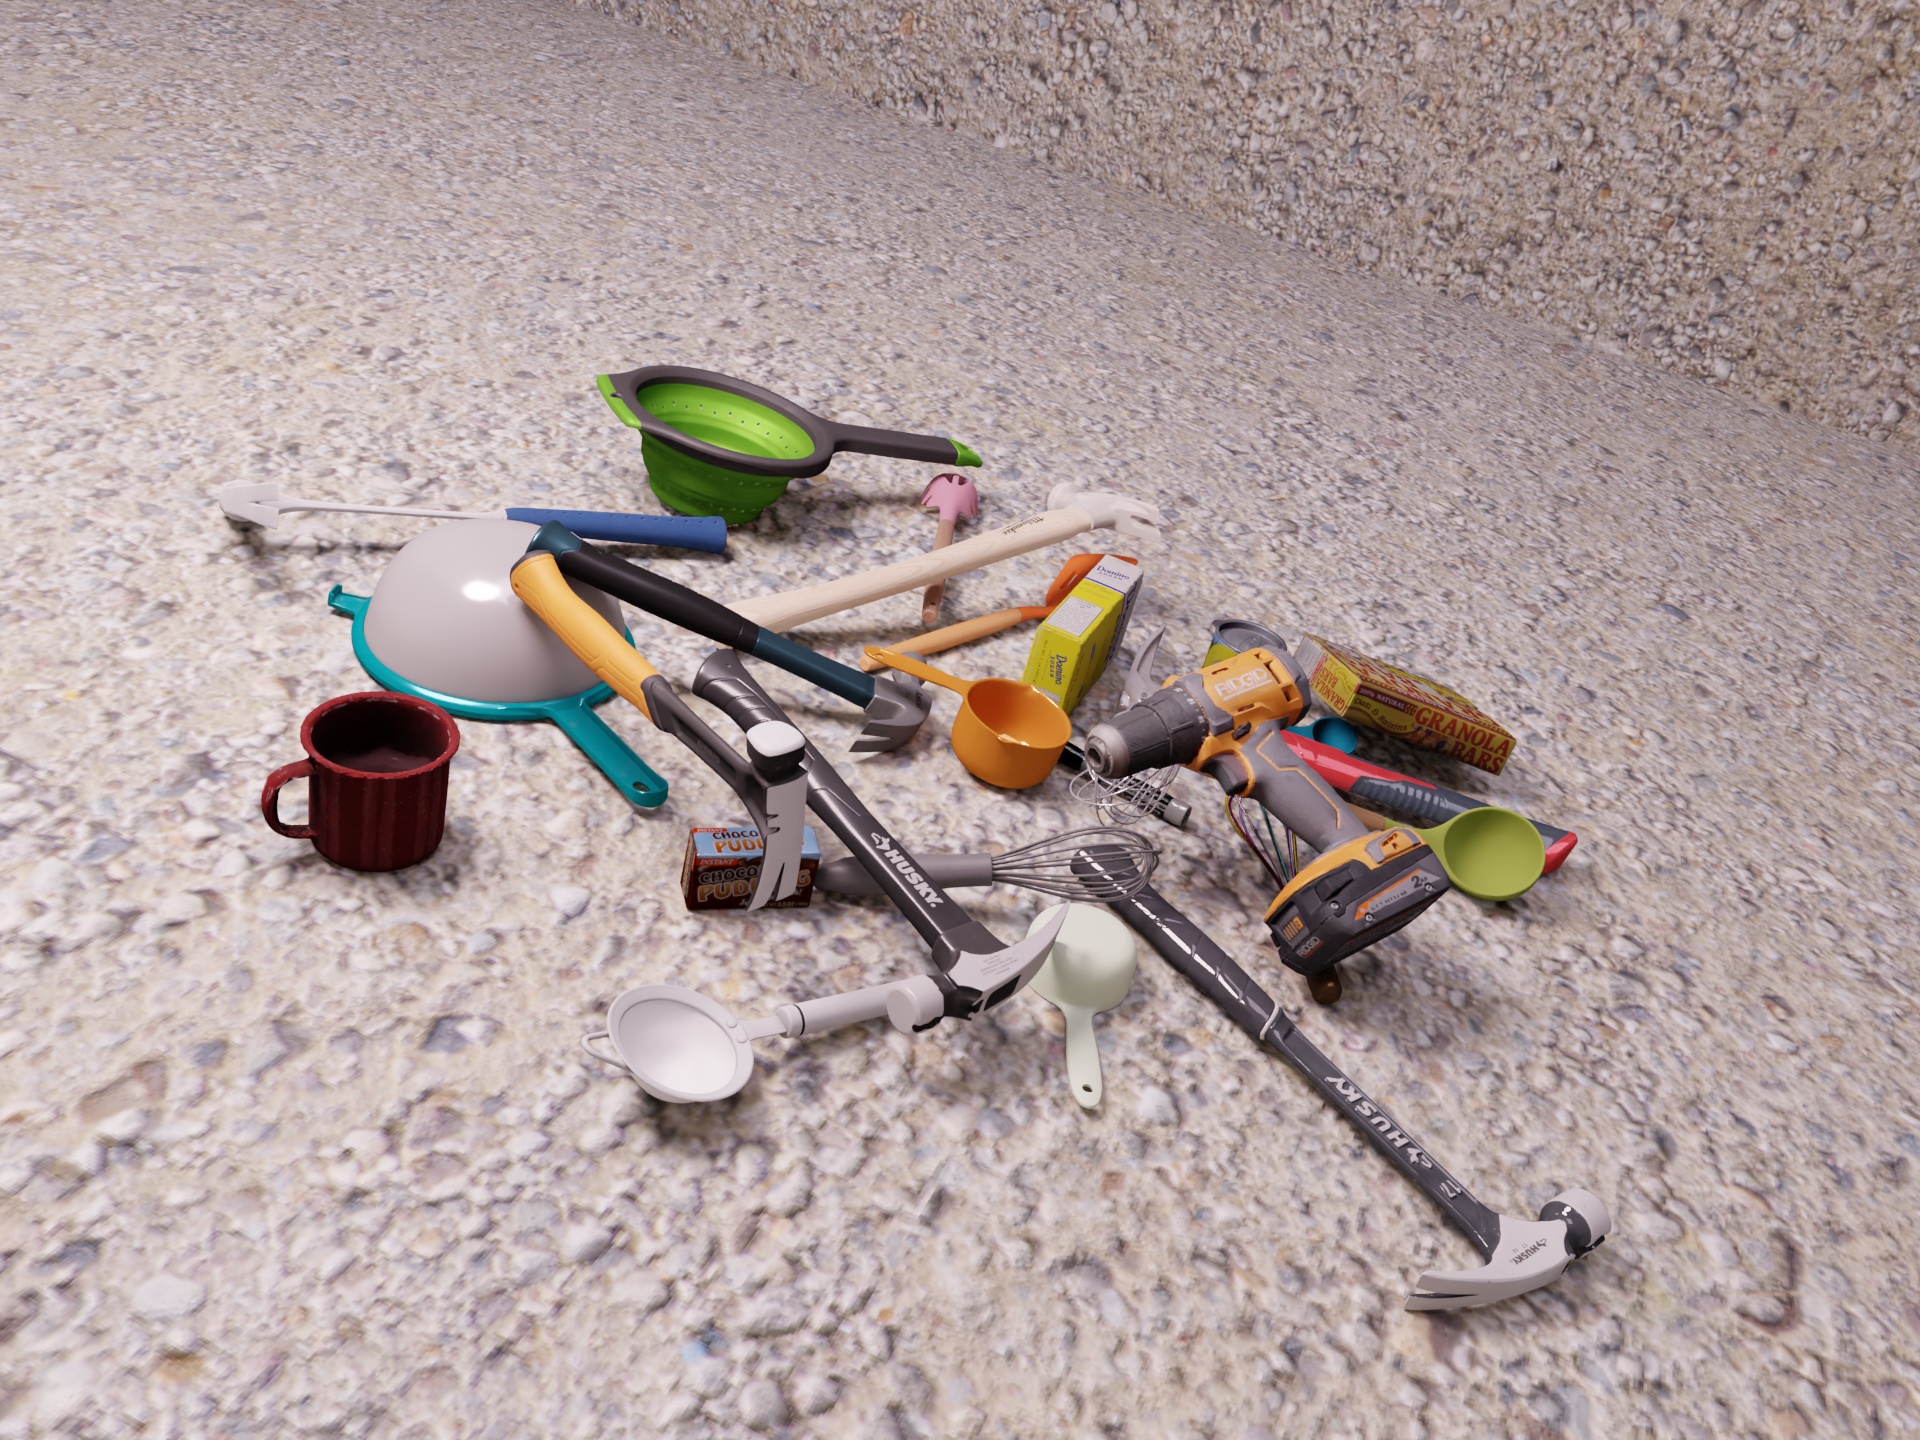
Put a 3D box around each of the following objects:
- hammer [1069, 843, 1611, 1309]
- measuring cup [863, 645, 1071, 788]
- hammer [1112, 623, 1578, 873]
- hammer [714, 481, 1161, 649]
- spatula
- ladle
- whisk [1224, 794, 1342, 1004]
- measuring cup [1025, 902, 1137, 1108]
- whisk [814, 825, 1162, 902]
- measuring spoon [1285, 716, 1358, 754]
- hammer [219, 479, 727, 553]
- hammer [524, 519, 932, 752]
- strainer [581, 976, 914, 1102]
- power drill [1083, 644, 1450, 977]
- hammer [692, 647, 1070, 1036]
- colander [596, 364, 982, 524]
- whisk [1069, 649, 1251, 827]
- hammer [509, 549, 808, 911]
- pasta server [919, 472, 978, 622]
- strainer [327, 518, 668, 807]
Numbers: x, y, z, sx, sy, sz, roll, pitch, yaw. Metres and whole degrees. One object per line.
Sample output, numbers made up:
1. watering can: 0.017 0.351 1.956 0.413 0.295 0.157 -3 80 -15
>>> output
1. hammer: 0.207 0.208 1.019 0.149 0.036 0.409 -13 40 -36
2. measuring cup: -0.002 -0.004 1.234 0.173 0.052 0.095 23 32 4
3. hammer: 0.320 0.032 1.324 0.386 0.038 0.143 20 43 5
4. hammer: -0.020 -0.131 1.368 0.410 0.038 0.146 -21 26 -27
5. spatula: 0.032 -0.097 1.421 0.081 0.041 0.322 11 23 44
6. ladle: 0.302 0.067 1.199 0.320 0.062 0.078 19 58 -19
7. whisk: 0.239 0.117 1.179 0.047 0.051 0.245 -9 38 1
8. measuring cup: 0.079 0.175 1.009 0.083 0.038 0.168 11 29 -6
9. whisk: 0.018 0.100 1.075 0.239 0.055 0.055 -2 33 -4
10. measuring spoon: 0.278 0.017 1.373 0.128 0.021 0.042 3 52 -3
11. hammer: -0.391 -0.167 1.325 0.405 0.035 0.144 1 8 -29
12. hammer: -0.170 -0.068 1.208 0.330 0.033 0.128 25 32 -18
13. strainer: -0.106 0.179 0.926 0.258 0.050 0.087 -5 42 -39
14. power drill: 0.206 0.061 1.099 0.185 0.084 0.226 -19 65 -31
15. hammer: -0.071 0.060 1.036 0.146 0.035 0.335 -16 48 -39
16. colander: -0.159 -0.245 1.530 0.397 0.094 0.205 2 33 -33
17. whisk: 0.173 0.003 1.245 0.070 0.070 0.284 29 38 21
18. hammer: -0.206 -0.016 1.036 0.034 0.127 0.337 -20 43 -34
19. pasta server: -0.017 -0.166 1.510 0.060 0.040 0.316 13 32 -3
20. strainer: -0.307 -0.062 1.167 0.211 0.095 0.341 -15 41 -40
